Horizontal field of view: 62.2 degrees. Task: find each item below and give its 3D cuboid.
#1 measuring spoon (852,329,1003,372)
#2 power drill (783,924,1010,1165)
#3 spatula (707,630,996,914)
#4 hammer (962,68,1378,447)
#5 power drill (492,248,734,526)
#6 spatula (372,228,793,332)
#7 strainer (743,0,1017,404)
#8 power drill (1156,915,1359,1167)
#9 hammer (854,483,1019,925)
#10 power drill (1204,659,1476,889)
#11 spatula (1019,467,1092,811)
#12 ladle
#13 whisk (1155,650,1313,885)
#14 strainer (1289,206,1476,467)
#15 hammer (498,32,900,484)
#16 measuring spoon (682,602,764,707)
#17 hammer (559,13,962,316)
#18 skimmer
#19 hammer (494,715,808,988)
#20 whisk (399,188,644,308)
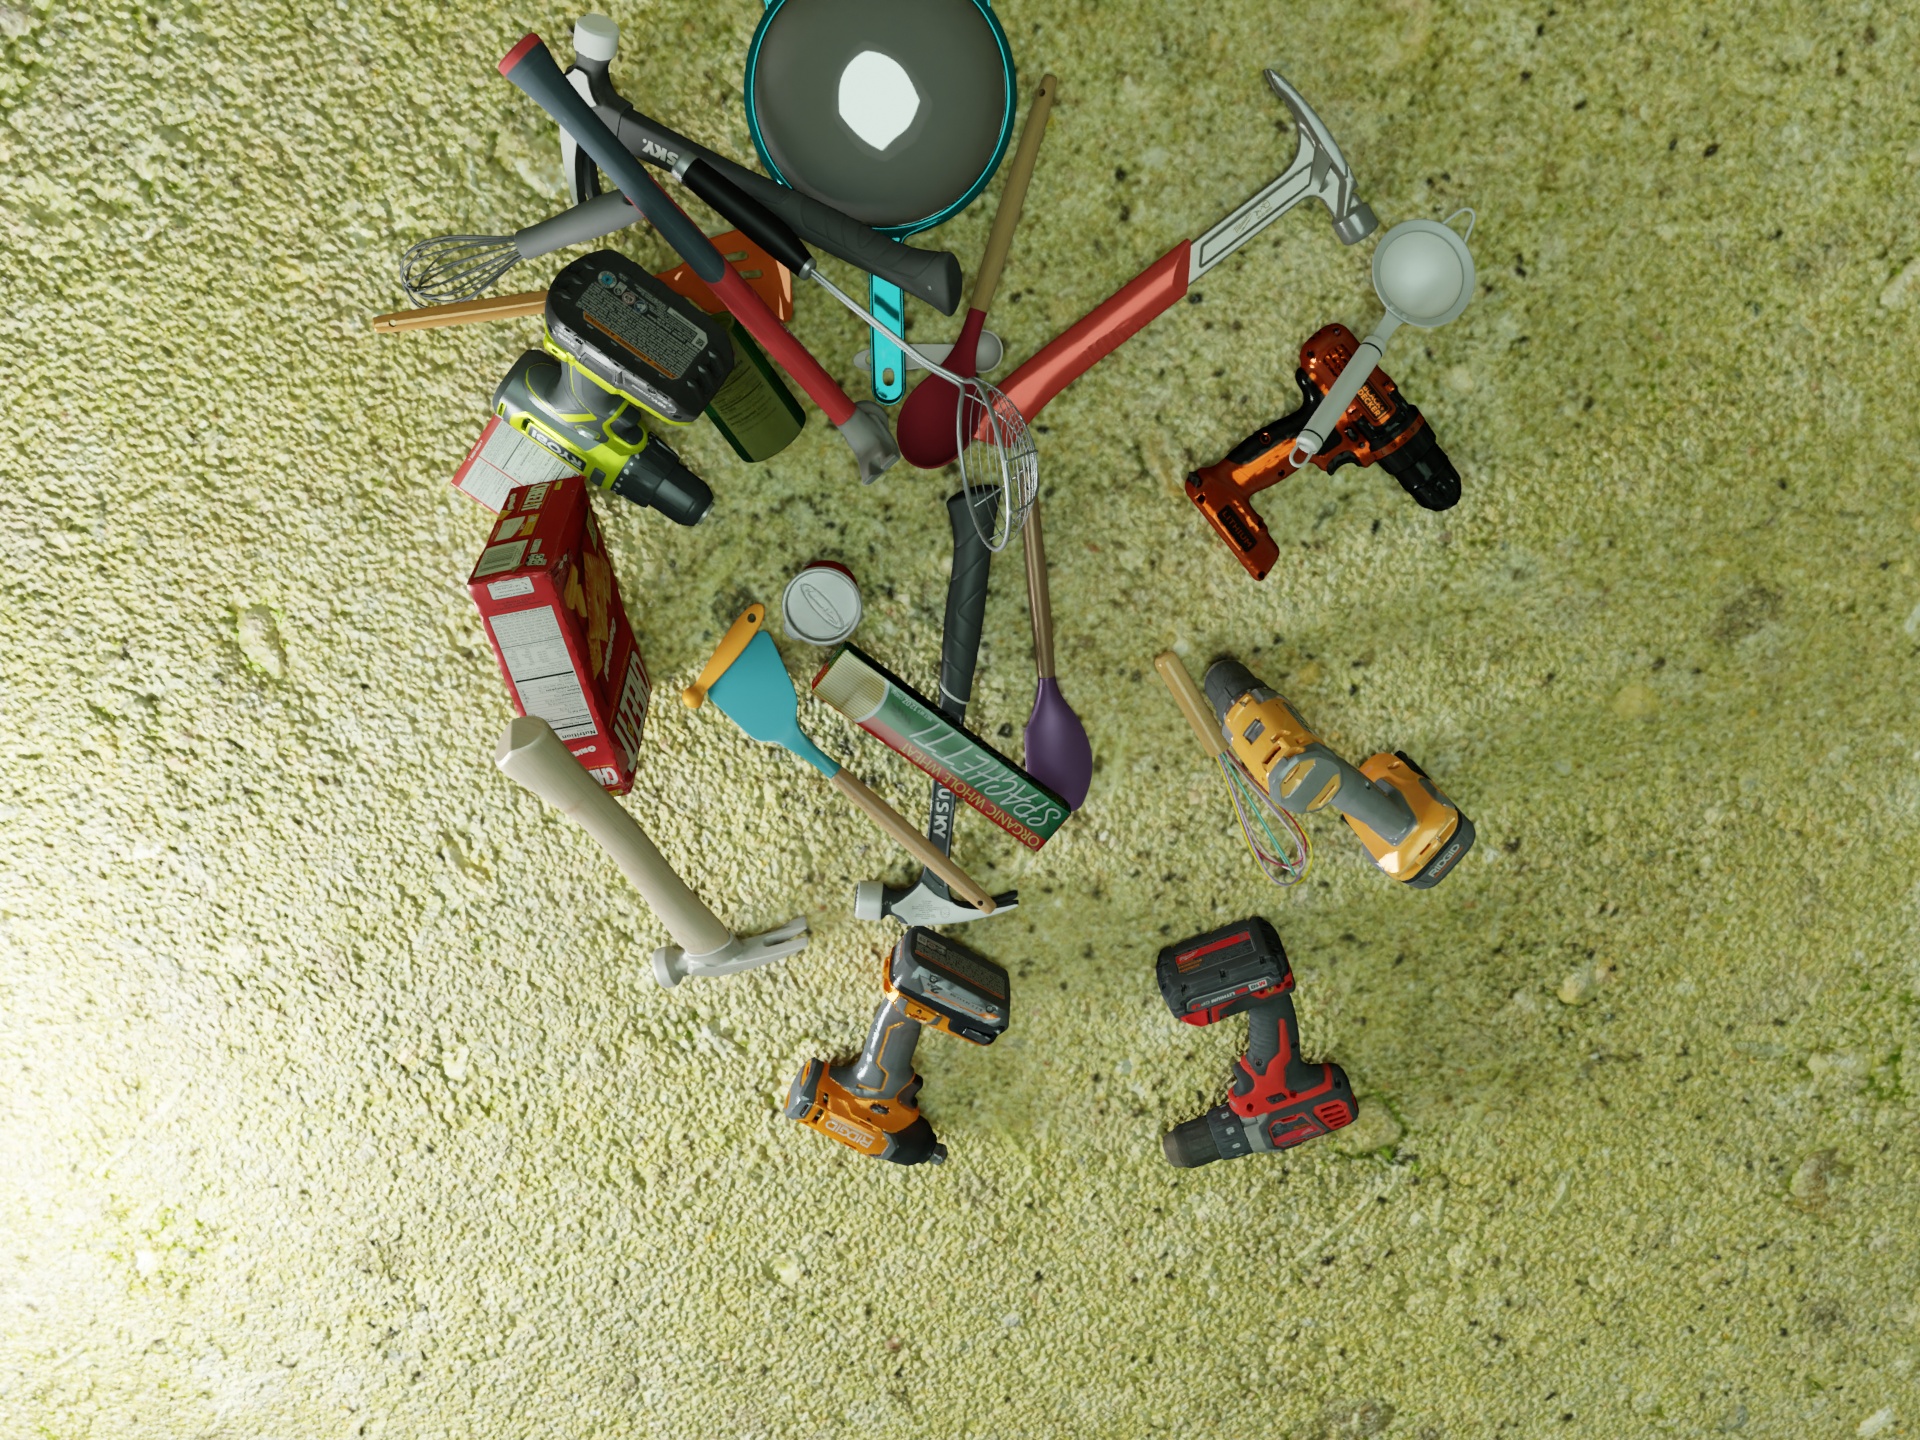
[{"bbox_3d":[-0.026,-0.298,1.298,0.124,0.018,0.034,-2,103,8],"label":"measuring spoon"},{"bbox_3d":[-0.043,0.318,1.486,0.164,0.084,0.226,30,112,-11],"label":"power drill"},{"bbox_3d":[-0.086,0.058,1.389,0.317,0.044,0.082,42,108,-7],"label":"spatula"},{"bbox_3d":[0.144,-0.346,1.265,0.359,0.037,0.149,-35,106,12],"label":"hammer"},{"bbox_3d":[-0.255,-0.243,1.225,0.190,0.228,0.080,35,65,-11],"label":"power drill"},{"bbox_3d":[-0.295,-0.333,1.250,0.322,0.041,0.081,-11,113,-11],"label":"spatula"},{"bbox_3d":[-0.061,-0.409,1.209,0.211,0.095,0.340,-1,107,1],"label":"strainer"},{"bbox_3d":[0.253,0.314,1.485,0.188,0.080,0.226,-21,111,8],"label":"power drill"},{"bbox_3d":[-0.002,-0.004,1.391,0.149,0.036,0.408,6,110,-3],"label":"hammer"},{"bbox_3d":[0.311,0.038,1.352,0.226,0.186,0.084,28,109,-29],"label":"power drill"},{"bbox_3d":[0.074,-0.063,1.378,0.060,0.018,0.315,-7,111,2],"label":"spatula"},{"bbox_3d":[0.020,-0.350,1.256,0.069,0.031,0.315,23,103,20],"label":"ladle"},{"bbox_3d":[0.242,0.042,1.404,0.047,0.051,0.245,-29,102,17],"label":"whisk"},{"bbox_3d":[0.323,-0.296,1.238,0.087,0.050,0.258,37,76,-6],"label":"strainer"},{"bbox_3d":[-0.182,-0.328,1.154,0.038,0.143,0.386,-40,112,11],"label":"hammer"},{"bbox_3d":[-0.207,-0.056,1.382,0.021,0.011,0.117,41,107,5],"label":"measuring spoon"},{"bbox_3d":[-0.150,-0.388,1.193,0.335,0.035,0.146,27,134,3],"label":"hammer"},{"bbox_3d":[-0.082,-0.272,1.169,0.363,0.127,0.090,39,78,-4],"label":"skimmer"},{"bbox_3d":[-0.256,0.113,1.315,0.146,0.038,0.410,-16,145,6],"label":"hammer"},{"bbox_3d":[-0.336,-0.371,1.230,0.239,0.055,0.055,-12,110,20],"label":"whisk"}]
